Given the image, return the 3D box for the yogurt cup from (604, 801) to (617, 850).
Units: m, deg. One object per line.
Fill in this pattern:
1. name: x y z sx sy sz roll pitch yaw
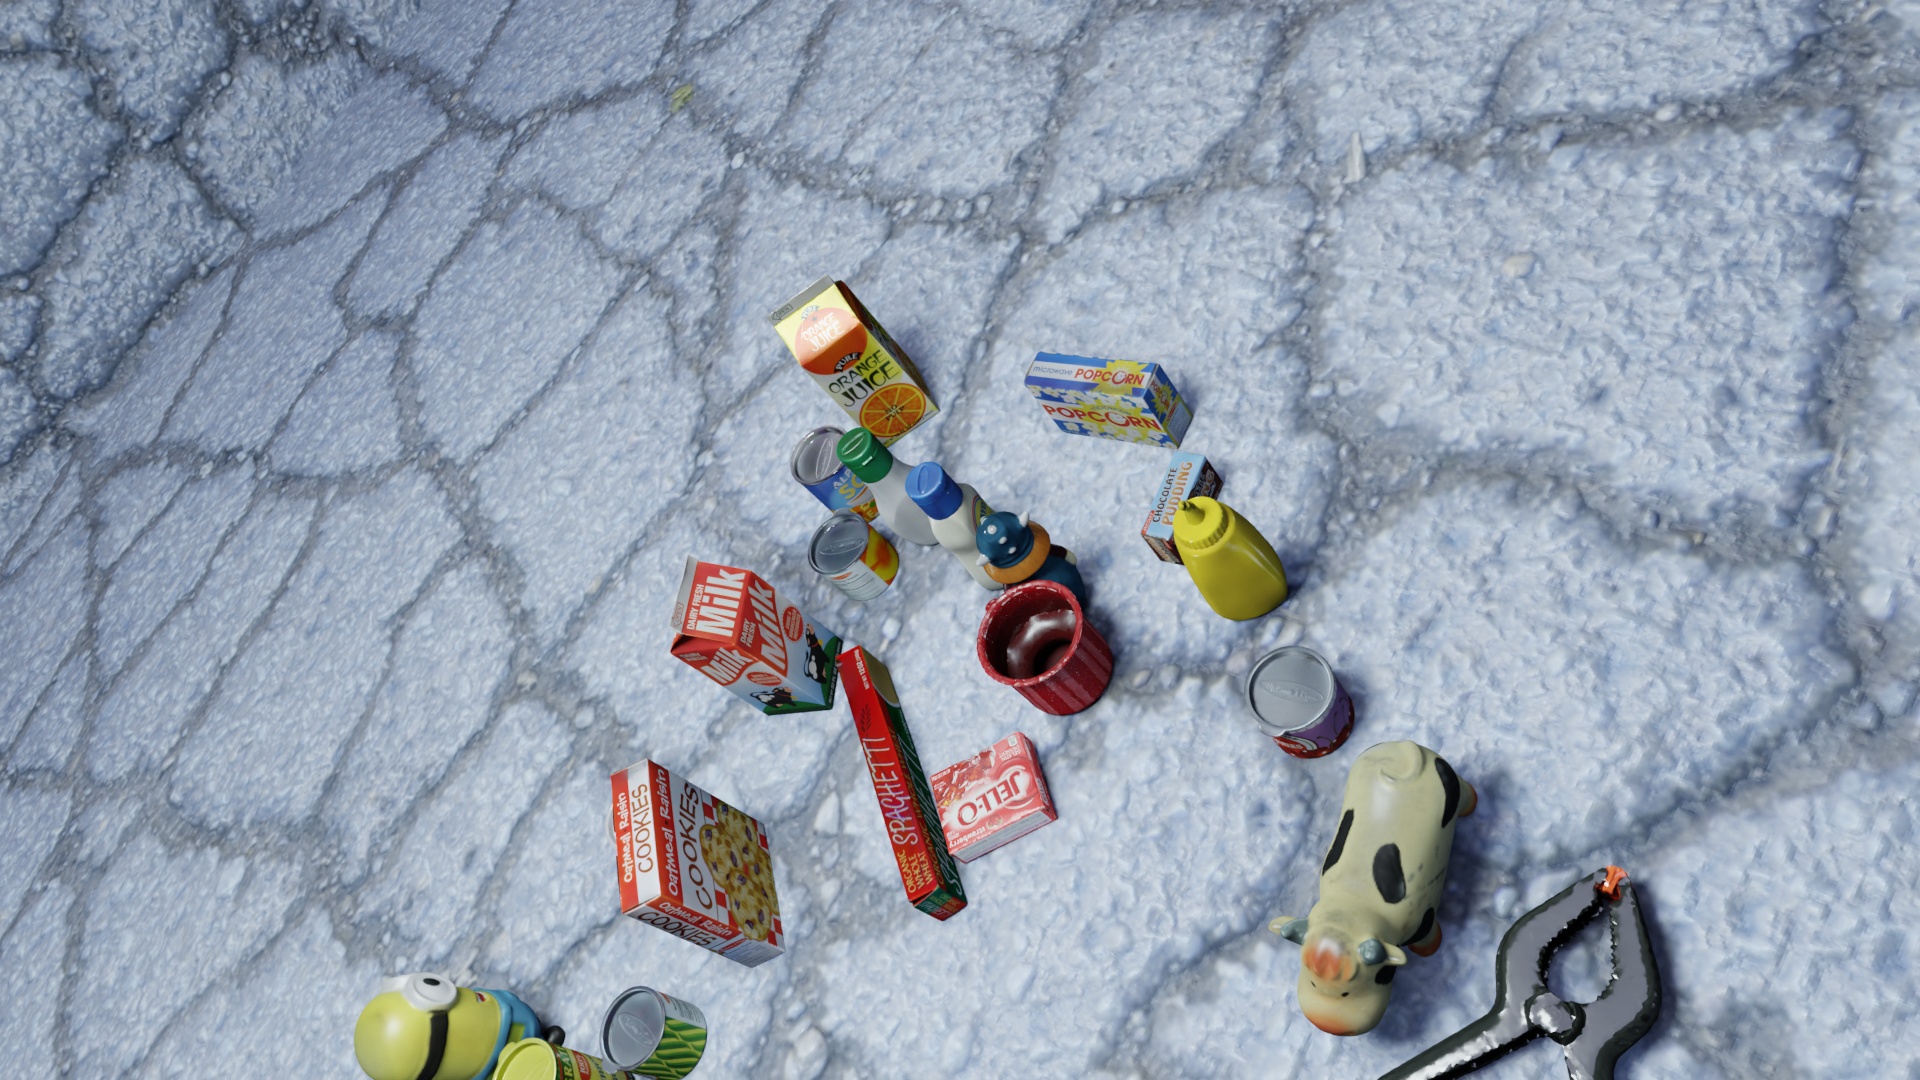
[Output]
1. yogurt cup: -0.279 0.256 1.256 0.072 0.054 0.073 -16 54 23

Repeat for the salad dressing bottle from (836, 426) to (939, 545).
1. salad dressing bottle: -0.057 -0.049 1.252 0.064 0.147 0.044 -41 48 3

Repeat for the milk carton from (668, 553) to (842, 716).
1. milk carton: -0.188 0.085 1.219 0.073 0.190 0.072 -9 57 28

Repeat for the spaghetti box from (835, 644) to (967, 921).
1. spaghetti box: -0.052 0.196 1.156 0.028 0.050 0.251 -32 49 11

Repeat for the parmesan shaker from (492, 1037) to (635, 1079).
1. parmesan shaker: -0.320 0.446 1.126 0.071 0.103 0.071 -16 54 23

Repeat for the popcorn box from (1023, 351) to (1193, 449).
1. popcorn box: 0.130 -0.125 1.226 0.127 0.085 0.038 12 68 37

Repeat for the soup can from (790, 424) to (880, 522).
1. soup can: -0.111 -0.062 1.337 0.071 0.083 0.072 -16 54 23

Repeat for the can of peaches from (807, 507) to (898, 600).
1. can of peaches: -0.099 0.013 1.298 0.071 0.058 0.071 -16 54 23

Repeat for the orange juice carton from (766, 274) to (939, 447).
1. orange juice carton: -0.105 -0.178 1.336 0.072 0.192 0.073 -34 49 10

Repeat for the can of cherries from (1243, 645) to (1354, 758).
1. can of cherries: 0.246 0.121 1.012 0.071 0.058 0.072 -16 54 23

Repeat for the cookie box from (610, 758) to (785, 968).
1. cookie box: -0.215 0.265 1.134 0.040 0.167 0.123 -29 50 14

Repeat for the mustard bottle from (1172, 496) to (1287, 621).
1. mustard bottle: 0.197 0.006 1.049 0.065 0.160 0.049 -26 51 16

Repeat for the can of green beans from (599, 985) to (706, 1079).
1. can of green beans: -0.252 0.406 1.140 0.071 0.057 0.071 -16 54 23

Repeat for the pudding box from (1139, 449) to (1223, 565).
1. pudding box: 0.184 -0.028 1.153 0.030 0.049 0.084 13 69 37

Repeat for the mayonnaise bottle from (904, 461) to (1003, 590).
1. mayonnaise bottle: 0.004 -0.015 1.191 0.041 0.147 0.065 -13 55 25
